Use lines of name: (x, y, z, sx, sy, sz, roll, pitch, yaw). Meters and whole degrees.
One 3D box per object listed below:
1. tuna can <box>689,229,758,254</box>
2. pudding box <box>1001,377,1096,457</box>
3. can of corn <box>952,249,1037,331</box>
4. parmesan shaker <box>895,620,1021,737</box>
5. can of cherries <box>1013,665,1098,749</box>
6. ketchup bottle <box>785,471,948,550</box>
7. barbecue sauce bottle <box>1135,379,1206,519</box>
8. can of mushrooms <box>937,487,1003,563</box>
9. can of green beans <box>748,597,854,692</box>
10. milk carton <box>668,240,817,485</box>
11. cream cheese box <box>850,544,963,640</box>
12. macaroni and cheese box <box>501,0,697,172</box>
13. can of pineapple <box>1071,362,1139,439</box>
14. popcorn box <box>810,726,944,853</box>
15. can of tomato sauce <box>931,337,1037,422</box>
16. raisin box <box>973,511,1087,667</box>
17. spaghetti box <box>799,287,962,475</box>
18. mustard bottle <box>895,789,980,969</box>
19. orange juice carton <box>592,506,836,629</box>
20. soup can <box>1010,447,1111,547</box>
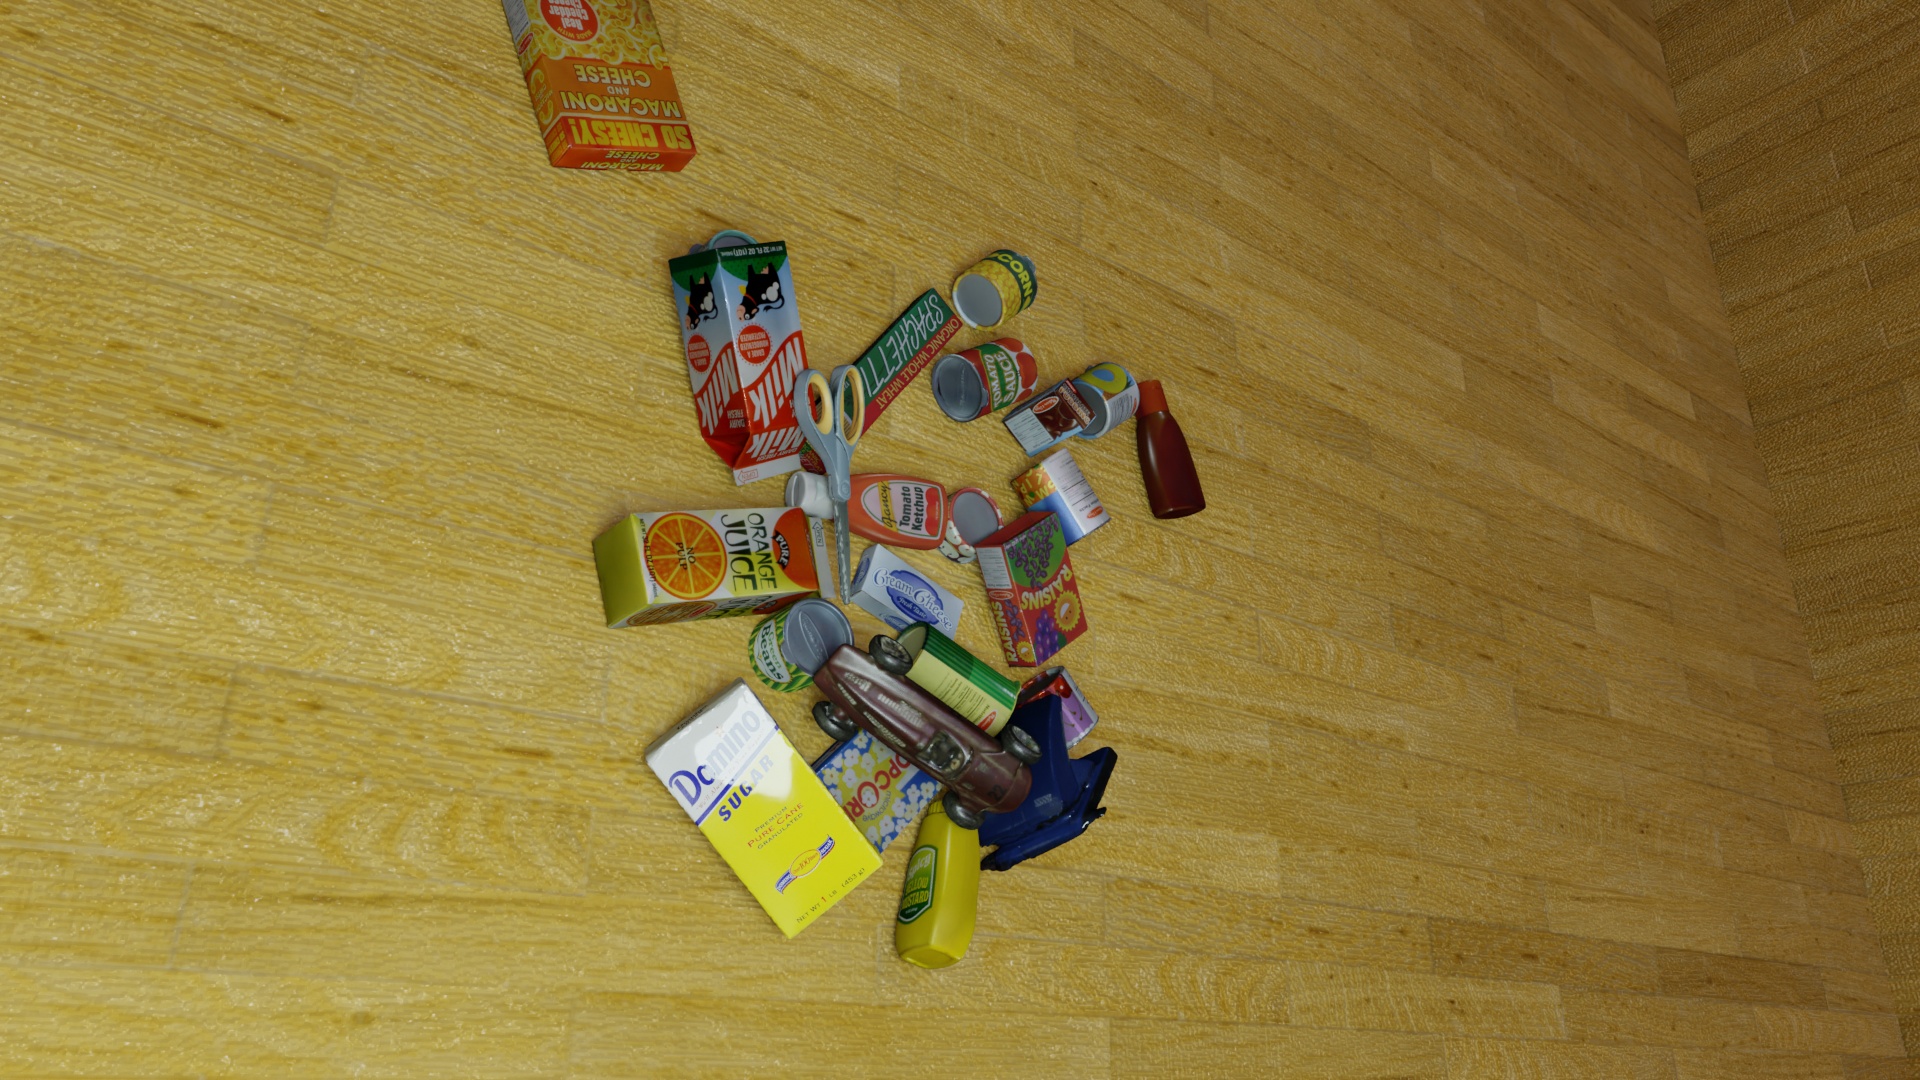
tuna can: (-0.201, -0.236, 1.209, 0.071, 0.032, 0.071, 16, 63, -35)
pudding box: (0.087, -0.120, 1.366, 0.049, 0.083, 0.030, 52, 48, -11)
can of corn: (0.035, -0.251, 1.387, 0.058, 0.071, 0.071, -40, 100, -41)
parmesan shaker: (-0.009, 0.120, 1.197, 0.103, 0.071, 0.072, 37, 53, -22)
can of cherries: (0.081, 0.157, 1.260, 0.072, 0.071, 0.058, -41, 100, -42)
ketchup bottle: (-0.081, -0.031, 1.217, 0.149, 0.043, 0.065, 10, 76, -36)
barbecue sauce bottle: (0.218, -0.098, 1.495, 0.065, 0.043, 0.149, -3, 74, -41)
can of mushrooms: (0.005, -0.016, 1.289, 0.071, 0.033, 0.071, 16, 64, -35)
can of green beans: (-0.129, 0.085, 1.119, 0.071, 0.057, 0.071, 16, 63, -35)
milk carton: (-0.176, -0.145, 1.147, 0.072, 0.073, 0.190, -19, 103, -42)
cream cheese box: (-0.047, 0.052, 1.223, 0.103, 0.024, 0.053, 35, 51, -25)
macaroni and cheese box: (-0.307, -0.397, 1.182, 0.124, 0.040, 0.166, -11, 79, -42)
can of pineapple: (0.141, -0.145, 1.436, 0.058, 0.070, 0.071, -33, 95, -43)
popcorn box: (-0.074, 0.199, 1.131, 0.085, 0.038, 0.127, 55, 48, -7)
can of tomato sauce: (0.026, -0.156, 1.340, 0.083, 0.071, 0.071, -25, 90, -43)
raisin box: (0.066, 0.045, 1.288, 0.086, 0.040, 0.123, -32, 111, -44)
spaghetti box: (-0.077, -0.150, 1.280, 0.050, 0.028, 0.251, 50, 49, -14)
mustard bottle: (-0.014, 0.266, 1.140, 0.049, 0.065, 0.161, 30, 48, -26)
orange juice carton: (-0.182, 0.019, 1.092, 0.193, 0.072, 0.072, -4, 75, -41)
soup can: (0.095, -0.037, 1.352, 0.072, 0.071, 0.084, -31, 89, -43)
